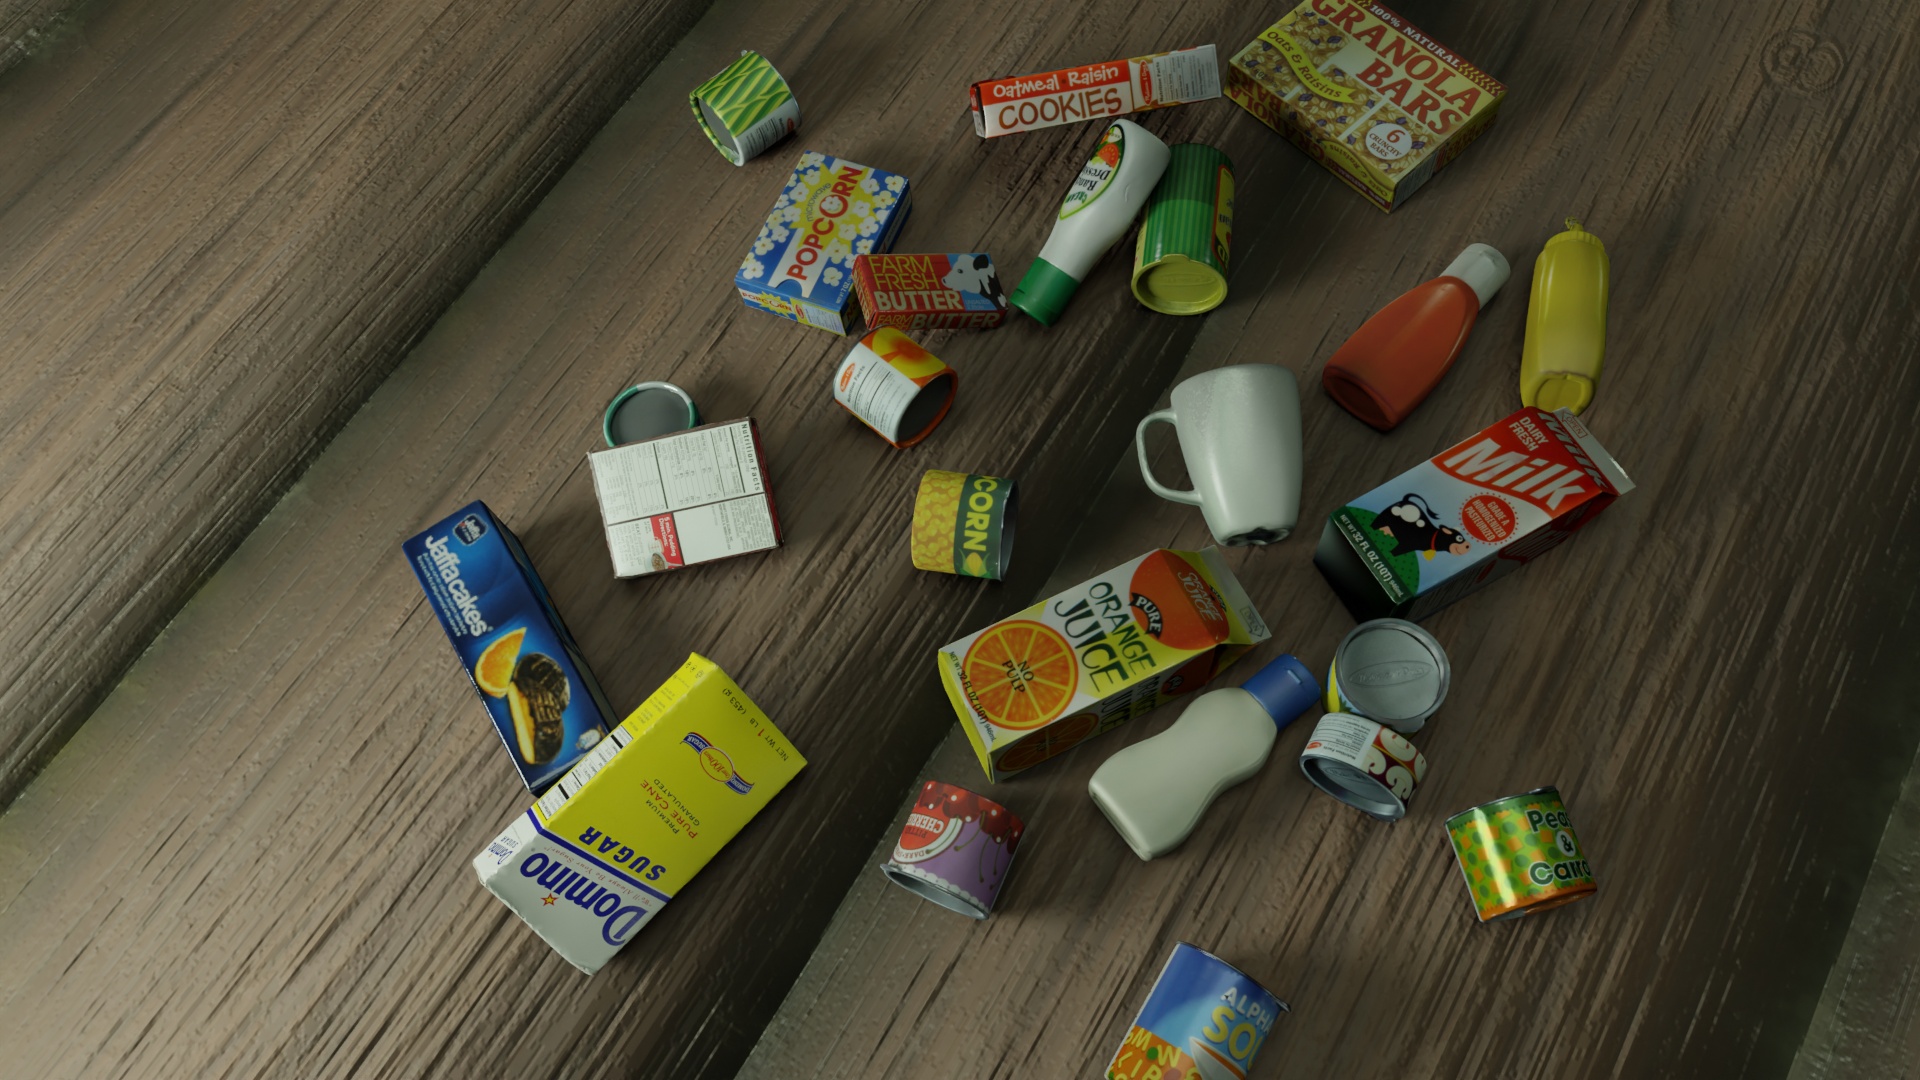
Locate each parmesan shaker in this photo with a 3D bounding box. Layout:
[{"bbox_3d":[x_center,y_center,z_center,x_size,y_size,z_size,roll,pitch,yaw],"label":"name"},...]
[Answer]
[{"bbox_3d":[0.159,-0.222,0.980,0.071,0.071,0.103,6,66,7],"label":"parmesan shaker"}]

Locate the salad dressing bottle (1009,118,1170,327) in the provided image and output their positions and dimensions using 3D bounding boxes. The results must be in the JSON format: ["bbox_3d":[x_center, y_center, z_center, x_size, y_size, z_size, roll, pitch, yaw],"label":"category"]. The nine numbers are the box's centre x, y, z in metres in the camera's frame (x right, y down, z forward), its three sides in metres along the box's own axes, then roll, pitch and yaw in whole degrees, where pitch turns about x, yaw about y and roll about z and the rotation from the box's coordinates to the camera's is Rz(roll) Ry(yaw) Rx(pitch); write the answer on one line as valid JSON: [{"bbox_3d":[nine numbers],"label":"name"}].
[{"bbox_3d":[0.089,-0.220,0.972,0.147,0.044,0.064,-57,28,7],"label":"salad dressing bottle"}]

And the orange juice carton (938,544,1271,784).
[{"bbox_3d":[0.089,0.069,0.849,0.193,0.072,0.072,-24,65,-7],"label":"orange juice carton"}]

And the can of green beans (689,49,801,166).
[{"bbox_3d":[-0.164,-0.329,1.058,0.058,0.071,0.071,-39,68,-12],"label":"can of green beans"}]

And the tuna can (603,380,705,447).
[{"bbox_3d":[-0.212,-0.073,0.962,0.071,0.032,0.071,-2,65,4],"label":"tuna can"}]

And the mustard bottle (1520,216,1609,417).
[{"bbox_3d":[0.410,-0.160,0.937,0.049,0.065,0.161,11,63,14],"label":"mustard bottle"}]

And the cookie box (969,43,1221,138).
[{"bbox_3d":[0.093,-0.326,1.010,0.167,0.123,0.040,-9,107,1],"label":"cookie box"}]

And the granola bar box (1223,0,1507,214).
[{"bbox_3d":[0.301,-0.338,1.040,0.124,0.039,0.166,-40,69,-14],"label":"granola bar box"}]

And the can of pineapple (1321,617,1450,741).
[{"bbox_3d":[0.254,0.089,0.835,0.071,0.057,0.071,-2,65,4],"label":"can of pineapple"}]

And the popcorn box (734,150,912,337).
[{"bbox_3d":[-0.098,-0.219,1.018,0.085,0.038,0.127,19,68,12],"label":"popcorn box"}]

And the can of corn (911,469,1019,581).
[{"bbox_3d":[0.003,-0.011,0.895,0.058,0.071,0.071,8,66,9],"label":"can of corn"}]

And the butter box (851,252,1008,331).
[{"bbox_3d":[-0.022,-0.175,0.978,0.104,0.024,0.053,-6,63,-25],"label":"butter box"}]

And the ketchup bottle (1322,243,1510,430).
[{"bbox_3d":[0.316,-0.144,0.946,0.065,0.043,0.149,41,74,19],"label":"ketchup bottle"}]

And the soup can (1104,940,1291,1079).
[{"bbox_3d":[0.129,0.273,0.753,0.071,0.071,0.084,29,71,16],"label":"soup can"}]

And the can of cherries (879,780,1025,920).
[{"bbox_3d":[-0.004,0.179,0.807,0.071,0.071,0.058,21,69,13],"label":"can of cherries"}]

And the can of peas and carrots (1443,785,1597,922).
[{"bbox_3d":[0.317,0.177,0.782,0.071,0.070,0.059,-13,66,-1],"label":"can of peas and carrots"}]

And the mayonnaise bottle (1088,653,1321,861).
[{"bbox_3d":[0.151,0.125,0.837,0.148,0.041,0.065,-35,69,-13],"label":"mayonnaise bottle"}]

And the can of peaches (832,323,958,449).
[{"bbox_3d":[-0.042,-0.105,0.946,0.058,0.071,0.071,38,74,19],"label":"can of peaches"}]

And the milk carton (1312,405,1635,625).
[{"bbox_3d":[0.324,-0.018,0.871,0.191,0.073,0.072,-27,66,-8],"label":"milk carton"}]

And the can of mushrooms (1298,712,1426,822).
[{"bbox_3d":[0.237,0.133,0.813,0.071,0.070,0.033,27,70,16],"label":"can of mushrooms"}]
